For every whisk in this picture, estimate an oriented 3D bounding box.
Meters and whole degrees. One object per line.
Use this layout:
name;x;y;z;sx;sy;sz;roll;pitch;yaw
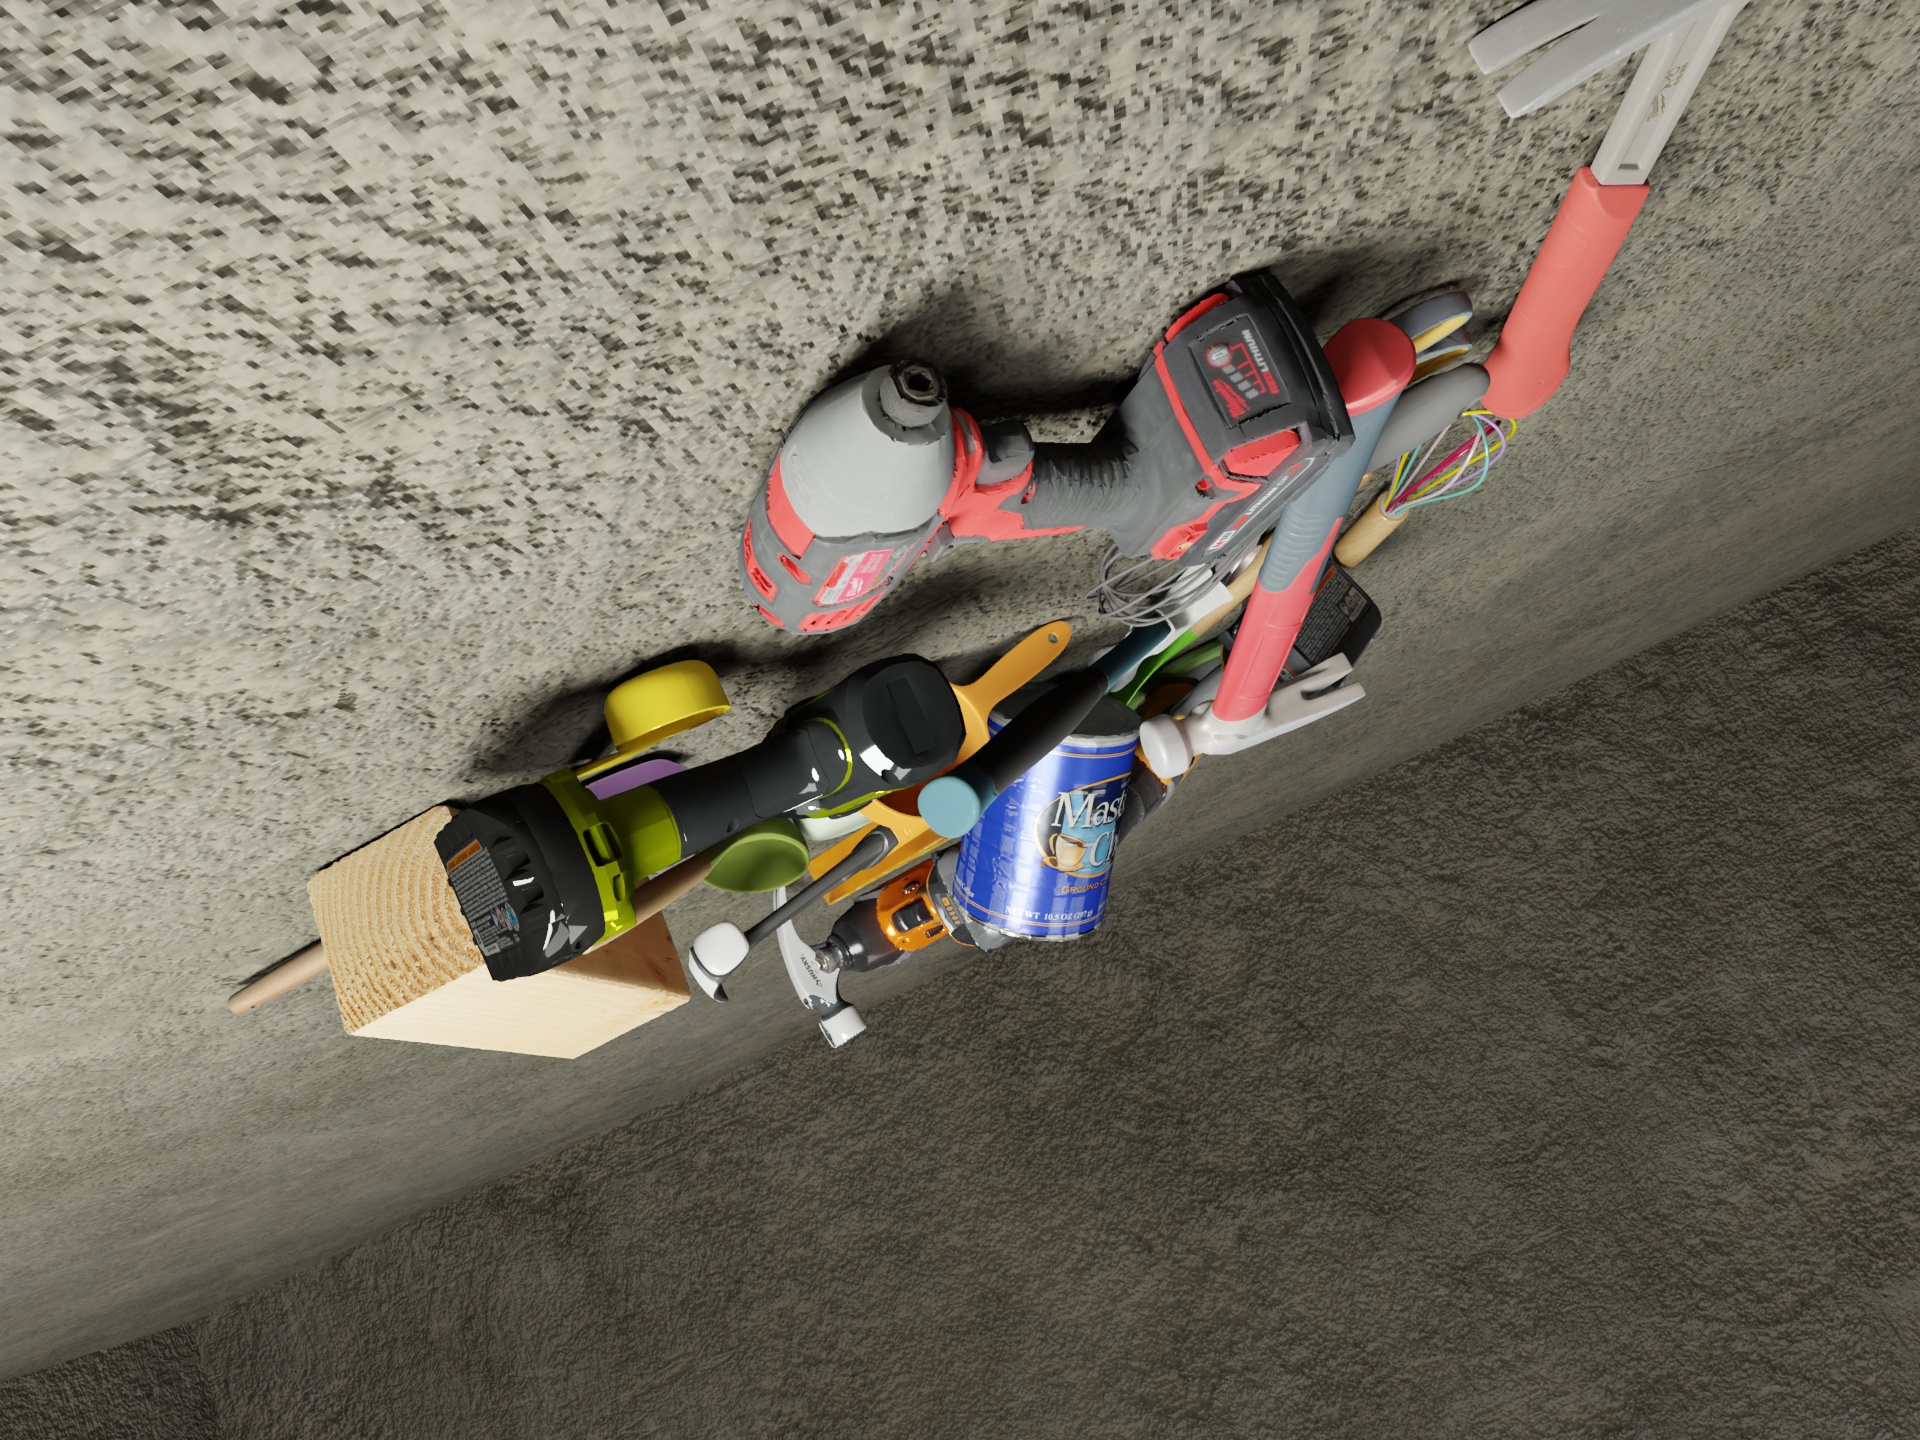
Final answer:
whisk;0.163;-0.116;0.822;0.239;0.055;0.055;-30;166;29
whisk;0.277;-0.138;0.975;0.047;0.051;0.245;-28;171;-10

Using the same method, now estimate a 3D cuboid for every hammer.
hammer;0.260;-0.207;0.676;0.149;0.037;0.359;-25;167;2
hammer;0.013;0.132;1.454;0.409;0.149;0.036;-28;171;-27
hammer;0.183;-0.077;0.820;0.143;0.038;0.386;-21;158;-10
hammer;-0.041;0.075;1.084;0.337;0.034;0.127;-36;171;-19
hammer;0.065;-0.013;0.893;0.128;0.033;0.331;-43;177;34

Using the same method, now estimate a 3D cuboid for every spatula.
spatula;-0.296;0.096;0.913;0.316;0.018;0.059;-28;162;12

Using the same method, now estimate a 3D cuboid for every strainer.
strainer;0.166;0.009;1.295;0.256;0.069;0.151;-31;166;19

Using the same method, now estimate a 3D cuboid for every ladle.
ladle;-0.161;0.104;0.951;0.078;0.062;0.320;-16;-176;10

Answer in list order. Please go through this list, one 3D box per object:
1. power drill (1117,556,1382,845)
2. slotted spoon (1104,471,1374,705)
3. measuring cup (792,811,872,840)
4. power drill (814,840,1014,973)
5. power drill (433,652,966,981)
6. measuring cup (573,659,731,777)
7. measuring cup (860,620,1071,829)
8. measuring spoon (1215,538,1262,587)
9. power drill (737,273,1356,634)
power drill;0.169;-0.002;1.103;0.185;0.084;0.226;-46;-178;-44
slotted spoon;0.168;-0.077;1.039;0.313;0.031;0.070;-47;-168;52
measuring cup;-0.073;0.063;1.142;0.083;0.038;0.167;-26;166;5
power drill;-0.011;0.137;1.207;0.164;0.084;0.226;-27;179;-31
power drill;-0.129;0.044;0.776;0.228;0.080;0.190;-23;179;-30
measuring cup;-0.166;0.003;0.783;0.062;0.029;0.156;-20;179;-36
measuring cup;-0.002;-0.003;0.957;0.173;0.095;0.052;-39;179;-26
measuring spoon;0.167;-0.115;0.931;0.034;0.018;0.124;-44;165;-14
power drill;0.031;-0.100;0.604;0.219;0.079;0.143;-15;164;-26
